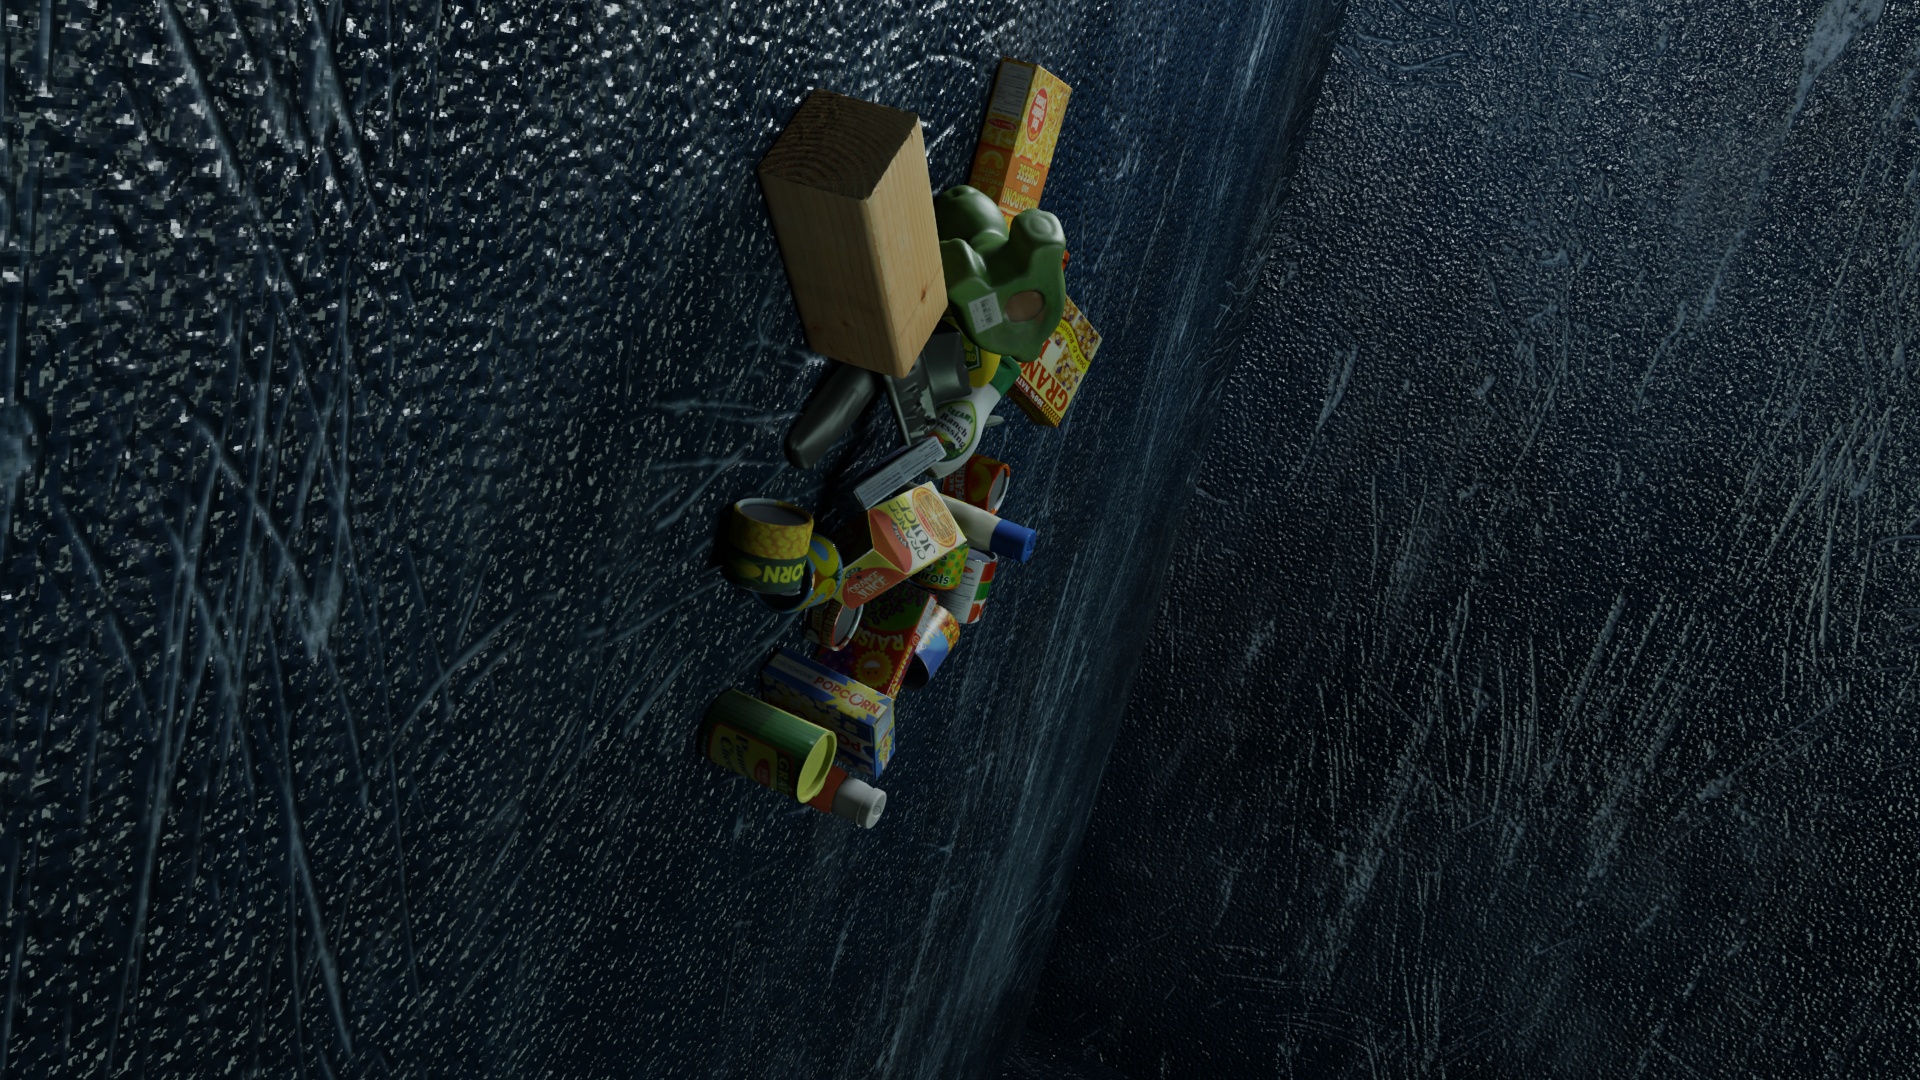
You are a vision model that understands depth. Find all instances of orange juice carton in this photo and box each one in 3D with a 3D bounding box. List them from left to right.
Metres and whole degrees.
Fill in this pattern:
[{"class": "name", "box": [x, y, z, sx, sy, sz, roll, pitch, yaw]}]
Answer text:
[{"class": "orange juice carton", "box": [-0.073, 0.007, 1.326, 0.071, 0.073, 0.193, -32, 179, 25]}]

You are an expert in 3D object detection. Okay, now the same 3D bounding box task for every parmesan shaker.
[{"class": "parmesan shaker", "box": [-0.170, 0.181, 1.219, 0.072, 0.103, 0.071, -56, 158, -37]}]

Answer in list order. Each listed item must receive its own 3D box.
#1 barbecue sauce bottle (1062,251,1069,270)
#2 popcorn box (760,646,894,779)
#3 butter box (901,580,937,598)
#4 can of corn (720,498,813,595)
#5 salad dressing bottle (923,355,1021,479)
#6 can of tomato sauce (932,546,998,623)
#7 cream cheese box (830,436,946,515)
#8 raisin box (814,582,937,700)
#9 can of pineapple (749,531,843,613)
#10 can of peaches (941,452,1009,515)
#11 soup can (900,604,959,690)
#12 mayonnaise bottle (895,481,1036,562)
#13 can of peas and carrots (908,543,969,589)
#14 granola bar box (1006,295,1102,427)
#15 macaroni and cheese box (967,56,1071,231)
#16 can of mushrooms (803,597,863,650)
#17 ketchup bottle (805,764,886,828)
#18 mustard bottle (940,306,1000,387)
[{"class": "barbecue sauce bottle", "box": [0.082, -0.265, 1.590, 0.065, 0.044, 0.148, 28, 82, -64]}, {"class": "popcorn box", "box": [-0.123, 0.160, 1.298, 0.038, 0.127, 0.084, -51, 155, -38]}, {"class": "butter box", "box": [-0.069, 0.070, 1.492, 0.104, 0.053, 0.024, -29, 135, -65]}, {"class": "can of corn", "box": [-0.154, 0.005, 1.121, 0.071, 0.071, 0.058, -30, 137, -65]}, {"class": "salad dressing bottle", "box": [0.005, -0.132, 1.438, 0.148, 0.064, 0.044, -51, 177, -13]}, {"class": "can of tomato sauce", "box": [0.004, 0.049, 1.671, 0.071, 0.071, 0.082, -27, 136, -66]}, {"class": "cream cheese box", "box": [-0.067, -0.061, 1.294, 0.104, 0.024, 0.053, -36, -167, -27]}, {"class": "raisin box", "box": [-0.088, 0.098, 1.405, 0.040, 0.086, 0.123, 63, 50, -74]}, {"class": "can of pineapple", "box": [-0.141, 0.029, 1.191, 0.058, 0.071, 0.071, -14, 123, -69]}, {"class": "can of peaches", "box": [0.017, -0.066, 1.595, 0.071, 0.058, 0.071, -58, 160, -35]}, {"class": "soup can", "box": [-0.048, 0.118, 1.593, 0.084, 0.071, 0.071, -53, 157, -45]}, {"class": "mayonnaise bottle", "box": [0.005, -0.018, 1.455, 0.041, 0.148, 0.064, -68, 163, -7]}, {"class": "can of peas and carrots", "box": [-0.026, 0.016, 1.539, 0.071, 0.071, 0.058, -31, 139, -64]}, {"class": "granola bar box", "box": [0.080, -0.220, 1.538, 0.165, 0.039, 0.124, 41, 71, -47]}, {"class": "macaroni and cheese box", "box": [0.054, -0.381, 1.377, 0.124, 0.040, 0.166, -17, 125, -69]}, {"class": "can of mushrooms", "box": [-0.124, 0.073, 1.357, 0.071, 0.033, 0.070, -57, 160, -34]}, {"class": "ketchup bottle", "box": [-0.141, 0.218, 1.271, 0.043, 0.149, 0.064, -65, 162, -11]}, {"class": "mustard bottle", "box": [0.005, -0.228, 1.371, 0.049, 0.065, 0.159, -59, 154, -44]}]
